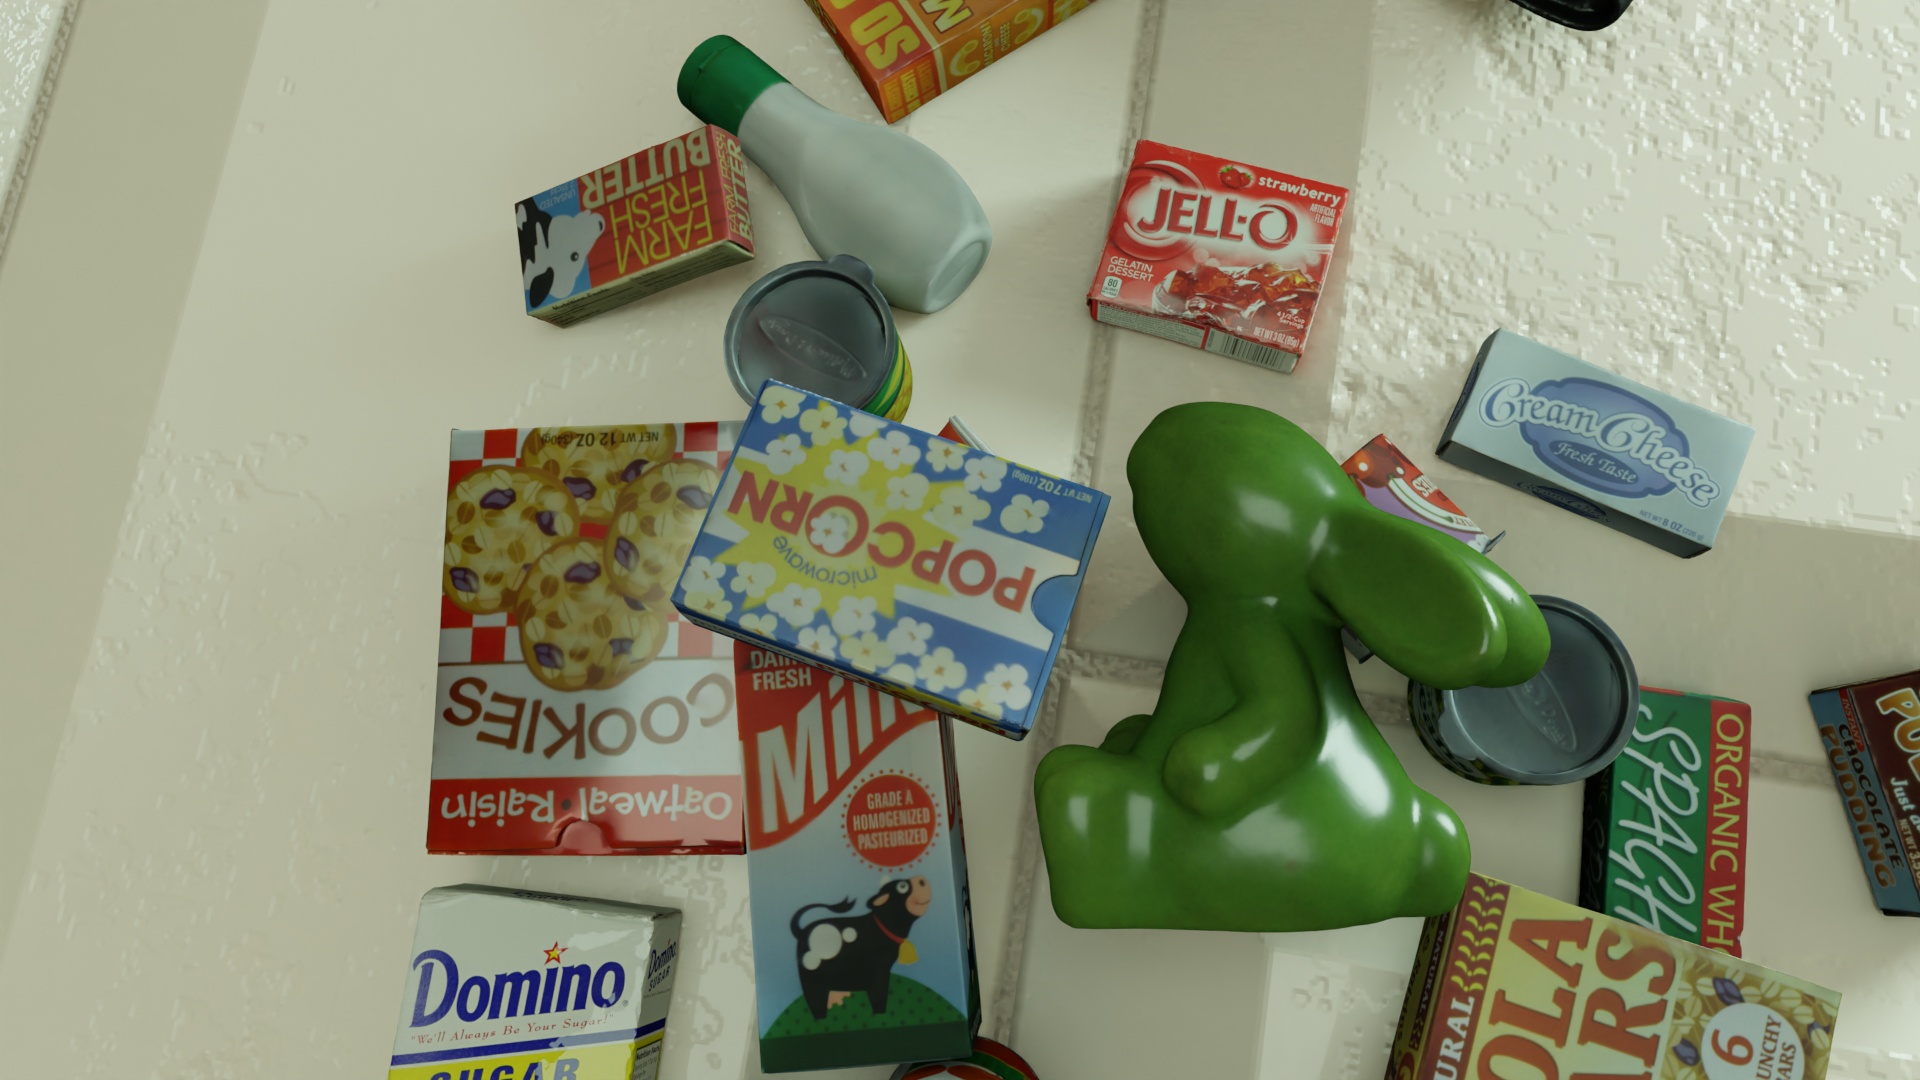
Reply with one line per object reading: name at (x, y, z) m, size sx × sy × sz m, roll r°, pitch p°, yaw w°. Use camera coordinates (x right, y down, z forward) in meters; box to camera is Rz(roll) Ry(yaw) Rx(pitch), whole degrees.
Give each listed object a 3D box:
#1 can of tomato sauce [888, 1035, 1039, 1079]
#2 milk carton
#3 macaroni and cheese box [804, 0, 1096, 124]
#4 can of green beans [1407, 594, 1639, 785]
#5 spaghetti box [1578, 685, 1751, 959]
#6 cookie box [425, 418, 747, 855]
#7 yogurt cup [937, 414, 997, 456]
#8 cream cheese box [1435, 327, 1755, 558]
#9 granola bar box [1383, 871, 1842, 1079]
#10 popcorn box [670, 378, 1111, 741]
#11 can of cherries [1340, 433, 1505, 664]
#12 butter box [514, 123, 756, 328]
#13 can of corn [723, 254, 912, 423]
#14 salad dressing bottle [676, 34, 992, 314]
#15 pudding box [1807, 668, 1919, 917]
can of tomato sauce at (0.000, 0.212, 0.479) m, size 0.071 × 0.083 × 0.071 m, roll -1°, pitch 79°, yaw 5°
milk carton at (-0.038, 0.089, 0.513) m, size 0.073 × 0.072 × 0.191 m, roll -6°, pitch 78°, yaw 3°
macaroni and cheese box at (0.006, -0.274, 0.599) m, size 0.166 × 0.040 × 0.124 m, roll -32°, pitch 78°, yaw -3°
can of green beans at (0.202, 0.056, 0.506) m, size 0.071 × 0.057 × 0.071 m, roll -1°, pitch 79°, yaw 5°
spaghetti box at (0.245, 0.176, 0.493) m, size 0.050 × 0.028 × 0.250 m, roll 7°, pitch 79°, yaw 5°
cookie box at (-0.140, 0.038, 0.548) m, size 0.123 × 0.040 × 0.167 m, roll -2°, pitch 79°, yaw 5°
yogurt cup at (0.002, -0.007, 0.534) m, size 0.054 × 0.072 × 0.072 m, roll -43°, pitch 78°, yaw 4°
cream cheese box at (0.245, -0.038, 0.539) m, size 0.104 × 0.024 × 0.053 m, roll 24°, pitch 80°, yaw 9°
granola bar box at (0.200, 0.206, 0.452) m, size 0.124 × 0.039 × 0.166 m, roll 17°, pitch 78°, yaw 7°
popcorn box at (-0.023, 0.007, 0.472) m, size 0.127 × 0.038 × 0.085 m, roll 19°, pitch 74°, yaw 6°
can of cherries at (0.155, 0.001, 0.516) m, size 0.071 × 0.071 × 0.058 m, roll -41°, pitch 77°, yaw -4°
butter box at (-0.135, -0.129, 0.573) m, size 0.103 × 0.024 × 0.053 m, roll -15°, pitch 79°, yaw 22°
can of corn at (-0.053, -0.072, 0.554) m, size 0.071 × 0.058 × 0.071 m, roll -1°, pitch 79°, yaw 5°
salad dressing bottle at (-0.055, -0.155, 0.579) m, size 0.148 × 0.044 × 0.064 m, roll 41°, pitch 87°, yaw 13°
pudding box at (0.350, 0.089, 0.501) m, size 0.050 × 0.030 × 0.084 m, roll -12°, pitch 78°, yaw 2°
